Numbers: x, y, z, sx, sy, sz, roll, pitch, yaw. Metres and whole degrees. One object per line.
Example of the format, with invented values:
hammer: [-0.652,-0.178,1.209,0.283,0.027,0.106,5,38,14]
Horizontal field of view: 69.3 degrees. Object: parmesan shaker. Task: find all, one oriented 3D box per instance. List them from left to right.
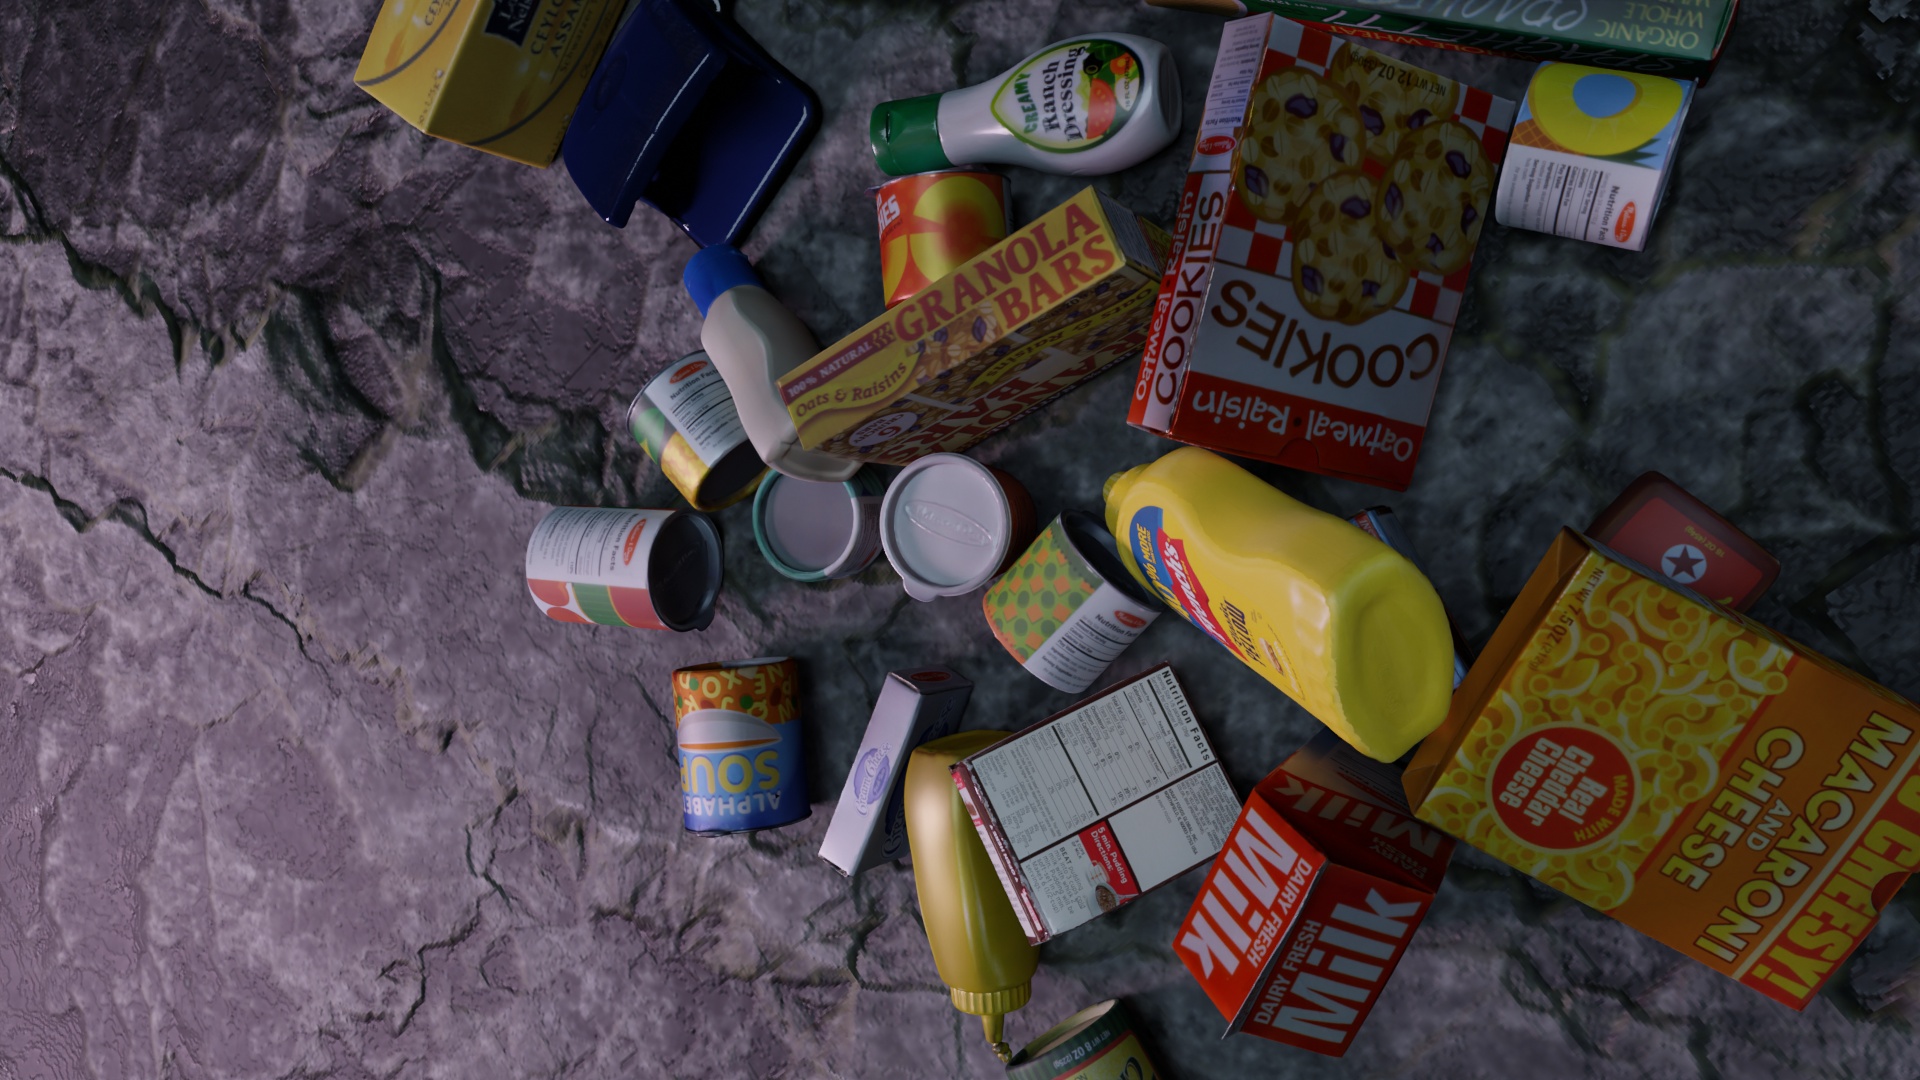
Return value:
parmesan shaker: [0.071,0.276,0.644,0.071,0.071,0.103,-36,78,22]

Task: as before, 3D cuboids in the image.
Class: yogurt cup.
yogurt cup: [0.002,-0.008,0.676,0.072,0.054,0.072,1,92,25]

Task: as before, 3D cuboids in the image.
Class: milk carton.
milk carton: [0.142,0.133,0.541,0.073,0.191,0.072,29,104,21]

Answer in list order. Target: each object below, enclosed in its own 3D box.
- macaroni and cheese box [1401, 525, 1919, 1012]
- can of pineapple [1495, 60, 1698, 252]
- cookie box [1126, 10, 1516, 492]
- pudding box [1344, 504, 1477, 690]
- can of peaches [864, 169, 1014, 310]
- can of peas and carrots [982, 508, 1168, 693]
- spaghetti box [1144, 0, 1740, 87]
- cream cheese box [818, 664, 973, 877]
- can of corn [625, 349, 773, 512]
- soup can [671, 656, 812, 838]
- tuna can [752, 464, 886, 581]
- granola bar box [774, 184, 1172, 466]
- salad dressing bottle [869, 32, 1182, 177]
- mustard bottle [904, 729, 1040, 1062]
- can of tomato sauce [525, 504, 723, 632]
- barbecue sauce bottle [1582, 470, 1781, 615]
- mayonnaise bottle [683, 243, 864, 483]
macaroni and cheese box: [0.276,0.088,0.529,0.166,0.040,0.123,27,107,2]
can of pineapple: [0.252,-0.154,0.552,0.058,0.071,0.071,18,99,23]
cookie box: [0.148,-0.113,0.573,0.040,0.123,0.167,-150,71,-66]
pudding box: [0.187,0.027,0.595,0.030,0.050,0.084,-32,79,24]
can of peaches: [-0.008,-0.142,0.669,0.071,0.071,0.058,-5,91,25]
can of peas and carrots: [0.052,0.027,0.649,0.071,0.071,0.058,48,110,16]
spaghetti box: [0.189,-0.229,0.586,0.250,0.050,0.028,18,101,23]
cream cheese box: [-0.031,0.114,0.695,0.024,0.053,0.103,27,102,27]
can of corn: [-0.131,-0.056,0.731,0.058,0.071,0.071,47,109,15]
soup can: [-0.115,0.106,0.724,0.071,0.071,0.083,-6,89,25]
tuna can: [-0.075,-0.013,0.723,0.071,0.033,0.071,1,92,24]
granola bar box: [0.019,-0.088,0.627,0.165,0.124,0.039,-28,78,23]
salad dressing bottle: [0.029,-0.202,0.663,0.147,0.044,0.064,-2,86,25]
mustard bottle: [0.010,0.175,0.672,0.049,0.065,0.160,-2,94,47]
can of tomato sauce: [-0.181,0.015,0.756,0.083,0.071,0.071,2,93,25]
barbecue sauce bottle: [0.255,0.046,0.567,0.065,0.044,0.148,40,107,10]
mayonnaise bottle: [-0.098,-0.093,0.704,0.041,0.065,0.148,-49,53,23]
